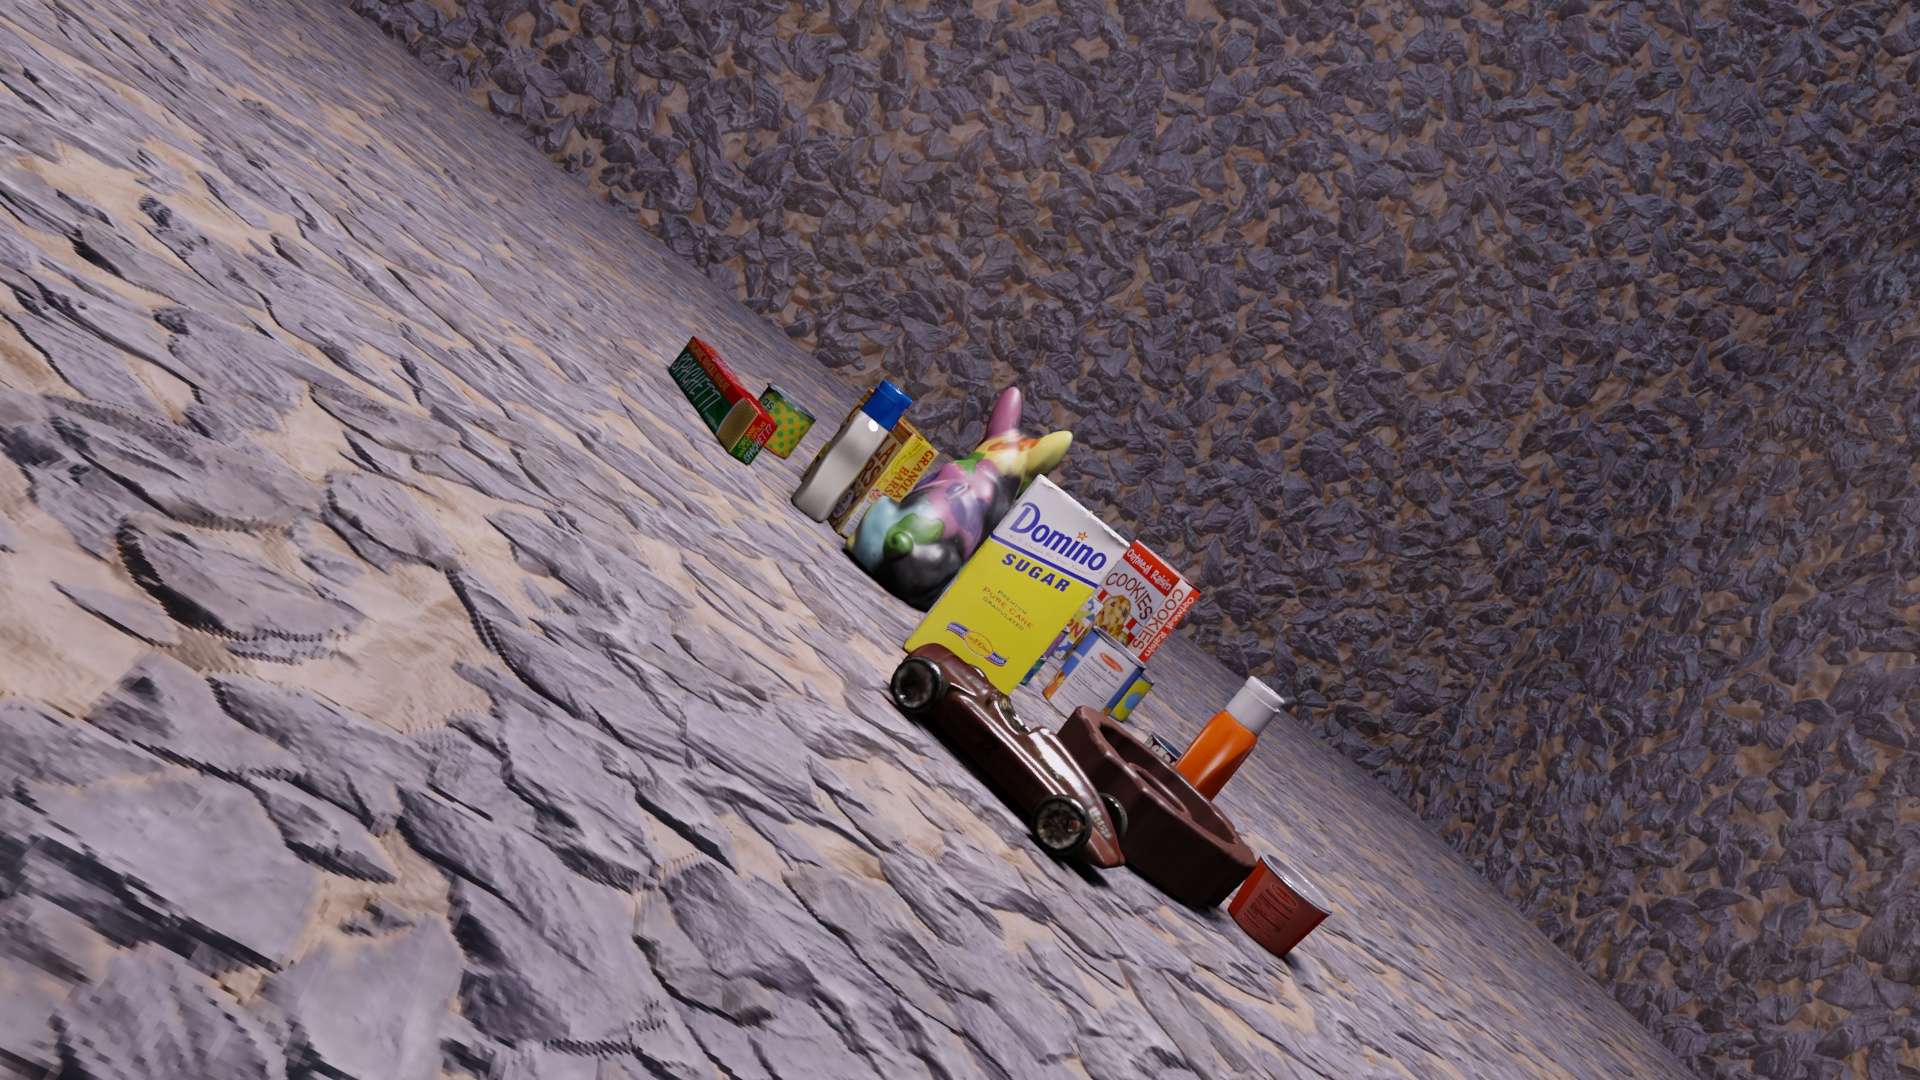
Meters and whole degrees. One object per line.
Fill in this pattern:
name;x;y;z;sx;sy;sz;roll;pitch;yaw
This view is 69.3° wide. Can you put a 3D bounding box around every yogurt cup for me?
yogurt cup;0.244;0.282;1.069;0.072;0.054;0.072;38;6;-4

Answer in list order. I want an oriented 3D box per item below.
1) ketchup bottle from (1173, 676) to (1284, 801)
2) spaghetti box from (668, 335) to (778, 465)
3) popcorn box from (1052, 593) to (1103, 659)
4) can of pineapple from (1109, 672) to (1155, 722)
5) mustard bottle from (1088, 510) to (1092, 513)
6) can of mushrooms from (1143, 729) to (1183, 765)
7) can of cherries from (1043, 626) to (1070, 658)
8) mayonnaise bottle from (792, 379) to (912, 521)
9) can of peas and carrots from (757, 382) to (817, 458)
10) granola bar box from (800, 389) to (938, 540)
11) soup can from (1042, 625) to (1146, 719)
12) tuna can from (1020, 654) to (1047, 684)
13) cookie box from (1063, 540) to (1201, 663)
ketchup bottle;0.218;0.185;1.189;0.043;0.148;0.064;41;6;27
spaghetti box;-0.248;-0.149;1.431;0.028;0.050;0.251;34;7;-36
popcorn box;0.093;0.071;1.608;0.126;0.085;0.038;35;7;-31
can of pineapple;0.174;0.161;1.548;0.071;0.058;0.071;38;6;-4
mustard bottle;0.109;0.025;1.694;0.049;0.160;0.065;41;6;24
can of mushrooms;0.205;0.223;1.380;0.071;0.033;0.071;38;6;-4
can of cherries;0.070;0.096;1.423;0.071;0.058;0.071;38;6;-4
mayonnaise bottle;-0.104;-0.087;1.345;0.041;0.148;0.065;37;6;-8
can of peas and carrots;-0.203;-0.133;1.538;0.071;0.058;0.071;38;6;-4
granola bar box;-0.097;-0.077;1.425;0.039;0.124;0.166;35;6;-28
soup can;0.131;0.136;1.358;0.071;0.083;0.071;38;6;-4
tuna can;0.047;0.106;1.335;0.071;0.033;0.071;38;6;-4
cookie box;0.197;0.094;1.654;0.040;0.167;0.123;35;6;-29
